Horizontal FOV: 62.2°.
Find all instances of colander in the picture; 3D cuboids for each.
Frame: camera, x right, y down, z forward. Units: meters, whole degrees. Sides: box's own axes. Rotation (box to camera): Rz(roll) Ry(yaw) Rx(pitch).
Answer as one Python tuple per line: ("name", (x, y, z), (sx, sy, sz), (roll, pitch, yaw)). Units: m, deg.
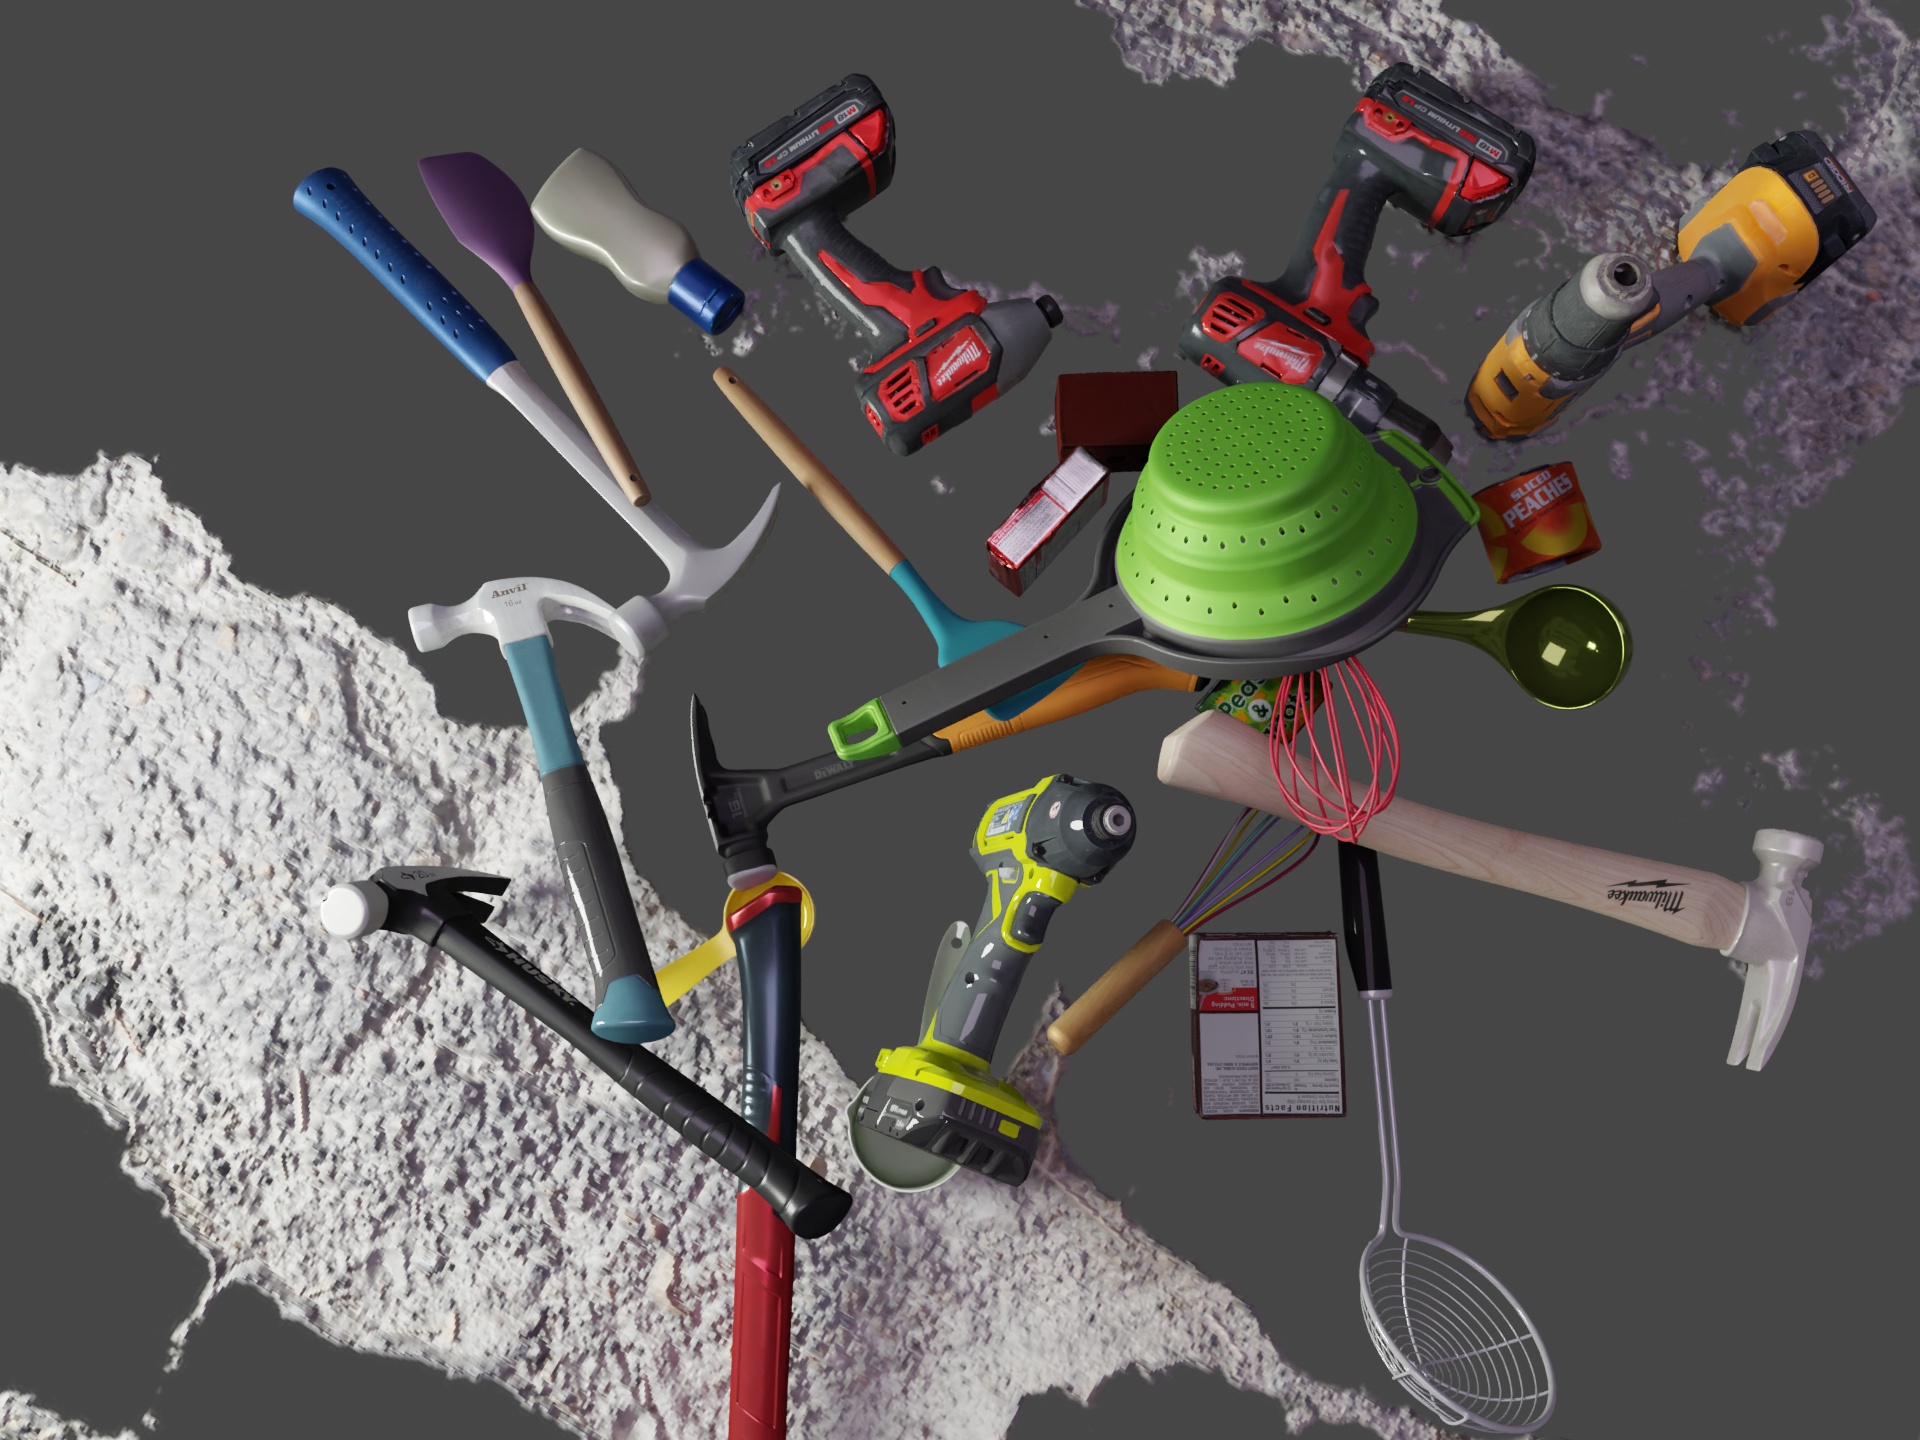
("colander", (0.096, -0.092, 0.910), (0.397, 0.094, 0.205), (-25, 44, -2))

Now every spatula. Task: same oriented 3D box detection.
("spatula", (-0.269, -0.261, 1.028), (0.059, 0.018, 0.316), (-19, 66, -28))
("spatula", (-0.053, -0.123, 1.016), (0.082, 0.044, 0.318), (-37, 77, -26))

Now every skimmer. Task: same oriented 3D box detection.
("skimmer", (0.276, 0.222, 0.941), (0.127, 0.090, 0.363), (5, 76, -37))

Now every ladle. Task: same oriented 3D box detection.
("ladle", (0.254, -0.063, 0.998), (0.320, 0.062, 0.078), (8, 108, 6))

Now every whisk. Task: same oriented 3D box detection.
("whisk", (0.142, 0.113, 0.958), (0.245, 0.051, 0.047), (-40, 58, -20))
("whisk", (0.210, -0.050, 0.936), (0.073, 0.073, 0.296), (0, 49, 2))

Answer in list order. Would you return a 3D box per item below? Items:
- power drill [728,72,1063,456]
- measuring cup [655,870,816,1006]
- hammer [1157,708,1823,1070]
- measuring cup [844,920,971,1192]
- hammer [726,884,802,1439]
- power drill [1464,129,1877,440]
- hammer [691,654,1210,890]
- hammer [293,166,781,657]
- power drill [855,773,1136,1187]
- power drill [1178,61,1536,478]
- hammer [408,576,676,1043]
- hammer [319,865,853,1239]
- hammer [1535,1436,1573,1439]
("power drill", (-0.041, -0.295, 1.032), (0.143, 0.078, 0.220), (-33, 85, -2))
("measuring cup", (-0.159, 0.151, 1.000), (0.156, 0.029, 0.062), (-34, 82, 0))
("hammer", (0.313, 0.087, 0.949), (0.410, 0.038, 0.146), (16, 83, -6))
("measuring cup", (-0.020, 0.207, 0.985), (0.083, 0.038, 0.168), (14, 72, 2))
("hammer", (-0.101, 0.294, 0.956), (0.143, 0.038, 0.386), (2, 88, 1))
("power drill", (0.427, -0.264, 0.955), (0.226, 0.185, 0.084), (-30, 81, -5))
("hammer", (-0.002, -0.003, 1.003), (0.337, 0.034, 0.127), (-18, 68, -3))
("hammer", (-0.287, -0.222, 1.038), (0.144, 0.035, 0.405), (-41, 78, -23))
("power drill", (0.027, 0.140, 0.903), (0.080, 0.171, 0.223), (25, 74, -13))
("power drill", (0.273, -0.277, 1.017), (0.188, 0.080, 0.227), (34, 88, 6))
("hammer", (-0.236, 0.045, 0.954), (0.128, 0.033, 0.331), (-17, 60, -13))
("hammer", (-0.203, 0.188, 0.922), (0.335, 0.146, 0.035), (34, 97, 11))
("hammer", (0.189, 0.490, 0.935), (0.359, 0.036, 0.149), (3, 82, 2))
